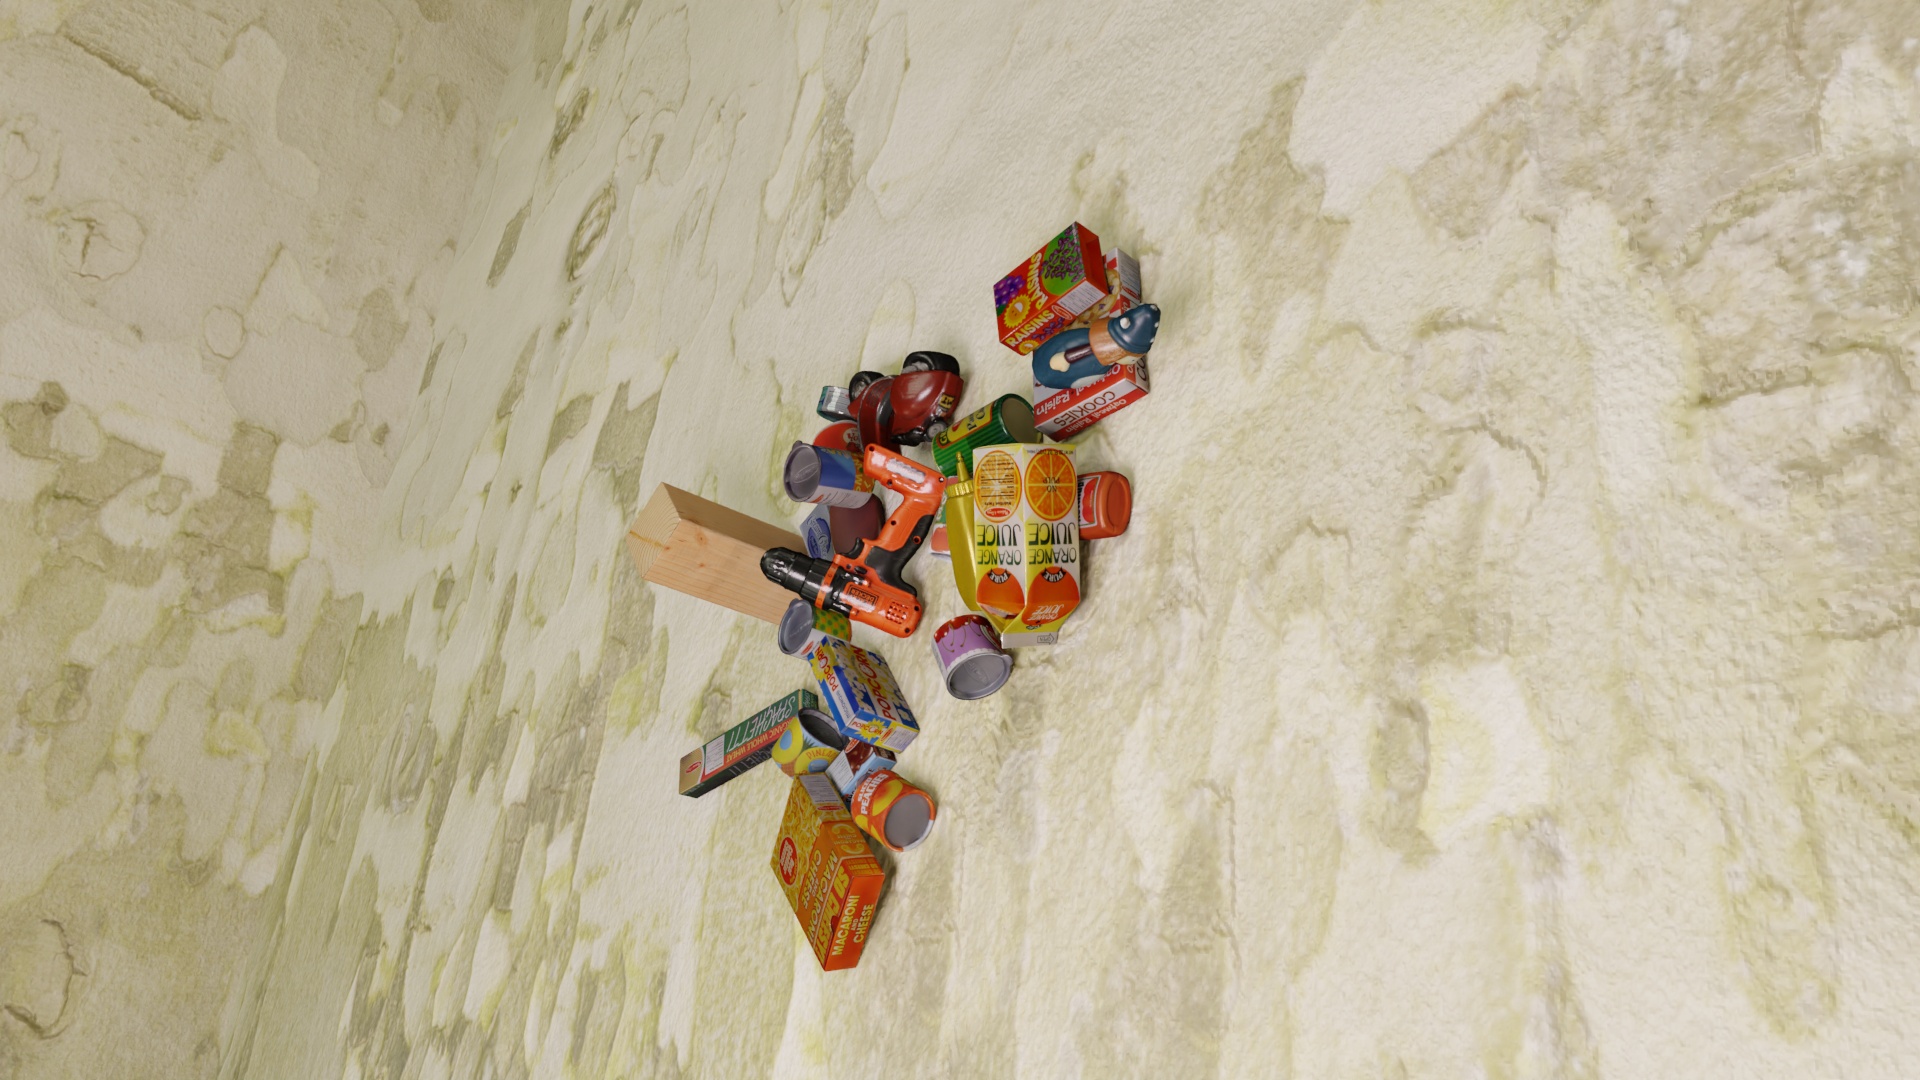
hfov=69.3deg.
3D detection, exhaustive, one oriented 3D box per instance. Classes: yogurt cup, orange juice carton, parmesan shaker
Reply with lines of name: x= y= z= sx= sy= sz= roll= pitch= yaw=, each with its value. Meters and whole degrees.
yogurt cup: x=-0.140 y=-0.104 z=1.681 sx=0.072 sy=0.072 sz=0.054 roll=-45 pitch=50 yaw=25
orange juice carton: x=0.063 y=0.005 z=1.321 sx=0.073 sy=0.072 sz=0.192 roll=-1 pitch=90 yaw=50
parmesan shaker: x=0.029 y=-0.108 z=1.480 sx=0.102 sy=0.071 sz=0.071 roll=-27 pitch=52 yaw=39

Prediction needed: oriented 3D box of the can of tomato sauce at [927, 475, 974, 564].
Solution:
can of tomato sauce: x=0.005 y=-0.018 z=1.455 sx=0.071 sy=0.071 sz=0.083 roll=2 pitch=73 yaw=51

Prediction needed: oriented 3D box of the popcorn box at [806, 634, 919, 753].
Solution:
popcorn box: x=-0.104 y=0.163 z=1.475 sx=0.038 sy=0.085 sz=0.127 roll=-52 pitch=39 yaw=17

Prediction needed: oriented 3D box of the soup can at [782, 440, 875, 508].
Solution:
soup can: x=-0.148 y=-0.075 z=1.573 sx=0.071 sy=0.084 sz=0.071 roll=-6 pitch=82 yaw=44

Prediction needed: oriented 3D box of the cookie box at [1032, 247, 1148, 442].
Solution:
cookie box: x=0.131 y=-0.200 z=1.427 sx=0.122 sy=0.040 sz=0.168 roll=-27 pitch=51 yaw=39

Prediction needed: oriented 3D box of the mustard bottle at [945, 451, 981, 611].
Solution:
mustard bottle: x=0.017 y=-0.011 z=1.394 sx=0.048 sy=0.065 sz=0.160 roll=-11 pitch=92 yaw=52

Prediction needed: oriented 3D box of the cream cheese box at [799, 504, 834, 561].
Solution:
cream cheese box: x=-0.162 y=0.001 z=1.680 sx=0.053 sy=0.024 sz=0.104 roll=-48 pitch=41 yaw=22

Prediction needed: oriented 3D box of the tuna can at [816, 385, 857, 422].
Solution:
tuna can: x=-0.143 y=-0.164 z=1.715 sx=0.071 sy=0.071 sz=0.033 roll=4 pitch=75 yaw=51

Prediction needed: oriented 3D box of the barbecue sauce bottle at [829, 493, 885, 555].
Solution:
barbecue sauce bottle: x=-0.115 y=0.018 z=1.596 sx=0.065 sy=0.043 sz=0.149 roll=-18 pitch=56 yaw=15

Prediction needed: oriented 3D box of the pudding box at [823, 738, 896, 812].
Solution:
pudding box: x=-0.109 y=0.243 z=1.483 sx=0.083 sy=0.030 sz=0.050 roll=-51 pitch=39 yaw=19

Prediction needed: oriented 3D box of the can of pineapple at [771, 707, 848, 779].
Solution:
can of pineapple: x=-0.165 y=0.228 z=1.529 sx=0.057 sy=0.071 sz=0.071 roll=-54 pitch=39 yaw=16

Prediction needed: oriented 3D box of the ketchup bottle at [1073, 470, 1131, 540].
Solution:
ketchup bottle: x=0.101 y=-0.030 z=1.368 sx=0.148 sy=0.043 sz=0.065 roll=-6 pitch=73 yaw=49

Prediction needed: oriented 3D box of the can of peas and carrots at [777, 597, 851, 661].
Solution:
can of peas and carrots: x=-0.169 y=0.106 z=1.605 sx=0.070 sy=0.058 sz=0.071 roll=-27 pitch=51 yaw=40

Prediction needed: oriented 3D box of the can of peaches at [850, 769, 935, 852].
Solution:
can of peaches: x=-0.068 y=0.269 z=1.388 sx=0.058 sy=0.071 sz=0.071 roll=21 pitch=88 yaw=52

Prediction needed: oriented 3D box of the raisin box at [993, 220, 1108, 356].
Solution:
raisin box: x=0.092 y=-0.260 z=1.441 sx=0.123 sy=0.040 sz=0.086 roll=-33 pitch=47 yaw=34

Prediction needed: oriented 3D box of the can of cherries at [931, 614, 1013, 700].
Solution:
can of cherries: x=0.012 y=0.115 z=1.381 sx=0.071 sy=0.071 sz=0.058 roll=-48 pitch=40 yaw=22

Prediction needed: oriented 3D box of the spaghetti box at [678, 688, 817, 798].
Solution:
spaghetti box: x=-0.256 y=0.245 z=1.658 sx=0.249 sy=0.028 sz=0.050 roll=-32 pitch=49 yaw=36

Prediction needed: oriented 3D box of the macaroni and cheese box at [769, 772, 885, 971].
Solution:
macaroni and cheese box: x=-0.141 y=0.339 z=1.434 sx=0.167 sy=0.040 sz=0.123 roll=48 pitch=128 yaw=51
